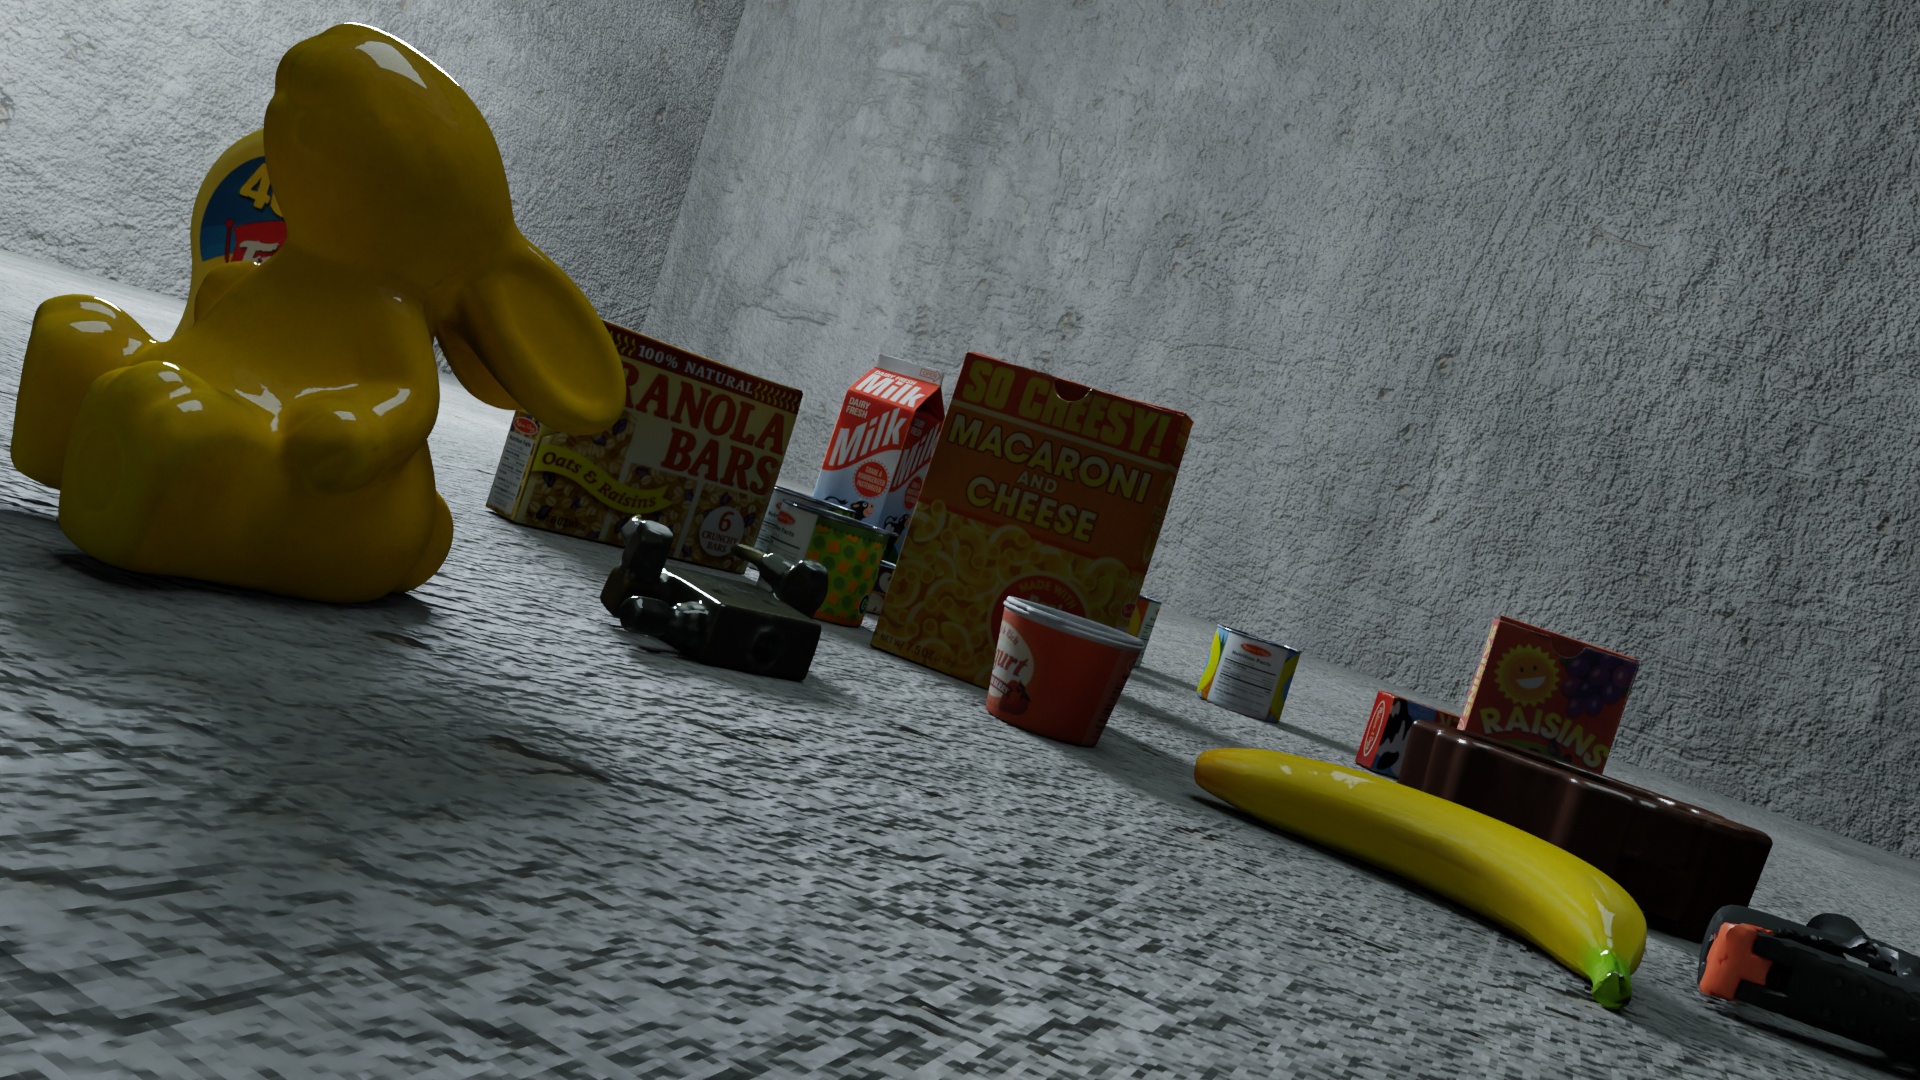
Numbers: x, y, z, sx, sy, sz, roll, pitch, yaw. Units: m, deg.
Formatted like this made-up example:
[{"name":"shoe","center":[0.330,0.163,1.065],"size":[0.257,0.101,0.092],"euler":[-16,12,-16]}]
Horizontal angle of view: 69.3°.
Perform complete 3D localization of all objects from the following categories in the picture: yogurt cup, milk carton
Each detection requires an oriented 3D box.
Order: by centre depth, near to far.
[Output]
[{"name":"yogurt cup","center":[0.045,0.061,0.645],"size":[0.072,0.054,0.072],"euler":[18,2,0]},{"name":"milk carton","center":[-0.073,-0.069,1.246],"size":[0.072,0.190,0.073],"euler":[18,1,22]}]

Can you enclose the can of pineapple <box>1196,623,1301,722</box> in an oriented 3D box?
[{"name":"can of pineapple","center":[0.220,0.101,1.058],"size":[0.071,0.058,0.071],"euler":[18,2,0]}]

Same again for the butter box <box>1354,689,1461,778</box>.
[{"name":"butter box","center":[0.322,0.141,0.940],"size":[0.103,0.053,0.024],"euler":[17,1,-16]}]

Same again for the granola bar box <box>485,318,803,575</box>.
[{"name":"granola bar box","center":[-0.184,-0.056,0.835],"size":[0.165,0.124,0.039],"euler":[16,2,-45]}]

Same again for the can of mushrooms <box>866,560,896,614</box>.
[{"name":"can of mushrooms","center":[-0.072,0.025,0.923],"size":[0.071,0.033,0.071],"euler":[18,2,0]}]

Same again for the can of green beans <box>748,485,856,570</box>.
[{"name":"can of green beans","center":[-0.112,-0.003,0.965],"size":[0.071,0.058,0.071],"euler":[18,2,0]}]

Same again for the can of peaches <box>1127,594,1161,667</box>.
[{"name":"can of peaches","center":[0.124,0.067,1.150],"size":[0.071,0.058,0.071],"euler":[18,2,0]}]

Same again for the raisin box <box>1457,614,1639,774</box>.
[{"name":"raisin box","center":[0.359,0.118,0.869],"size":[0.086,0.123,0.040],"euler":[18,1,16]}]

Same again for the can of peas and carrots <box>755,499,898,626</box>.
[{"name":"can of peas and carrots","center":[-0.078,0.014,0.807],"size":[0.071,0.058,0.071],"euler":[18,2,0]}]

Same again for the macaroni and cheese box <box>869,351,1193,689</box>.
[{"name":"macaroni and cheese box","center":[0.038,-0.003,0.730],"size":[0.124,0.166,0.040],"euler":[18,1,18]}]
